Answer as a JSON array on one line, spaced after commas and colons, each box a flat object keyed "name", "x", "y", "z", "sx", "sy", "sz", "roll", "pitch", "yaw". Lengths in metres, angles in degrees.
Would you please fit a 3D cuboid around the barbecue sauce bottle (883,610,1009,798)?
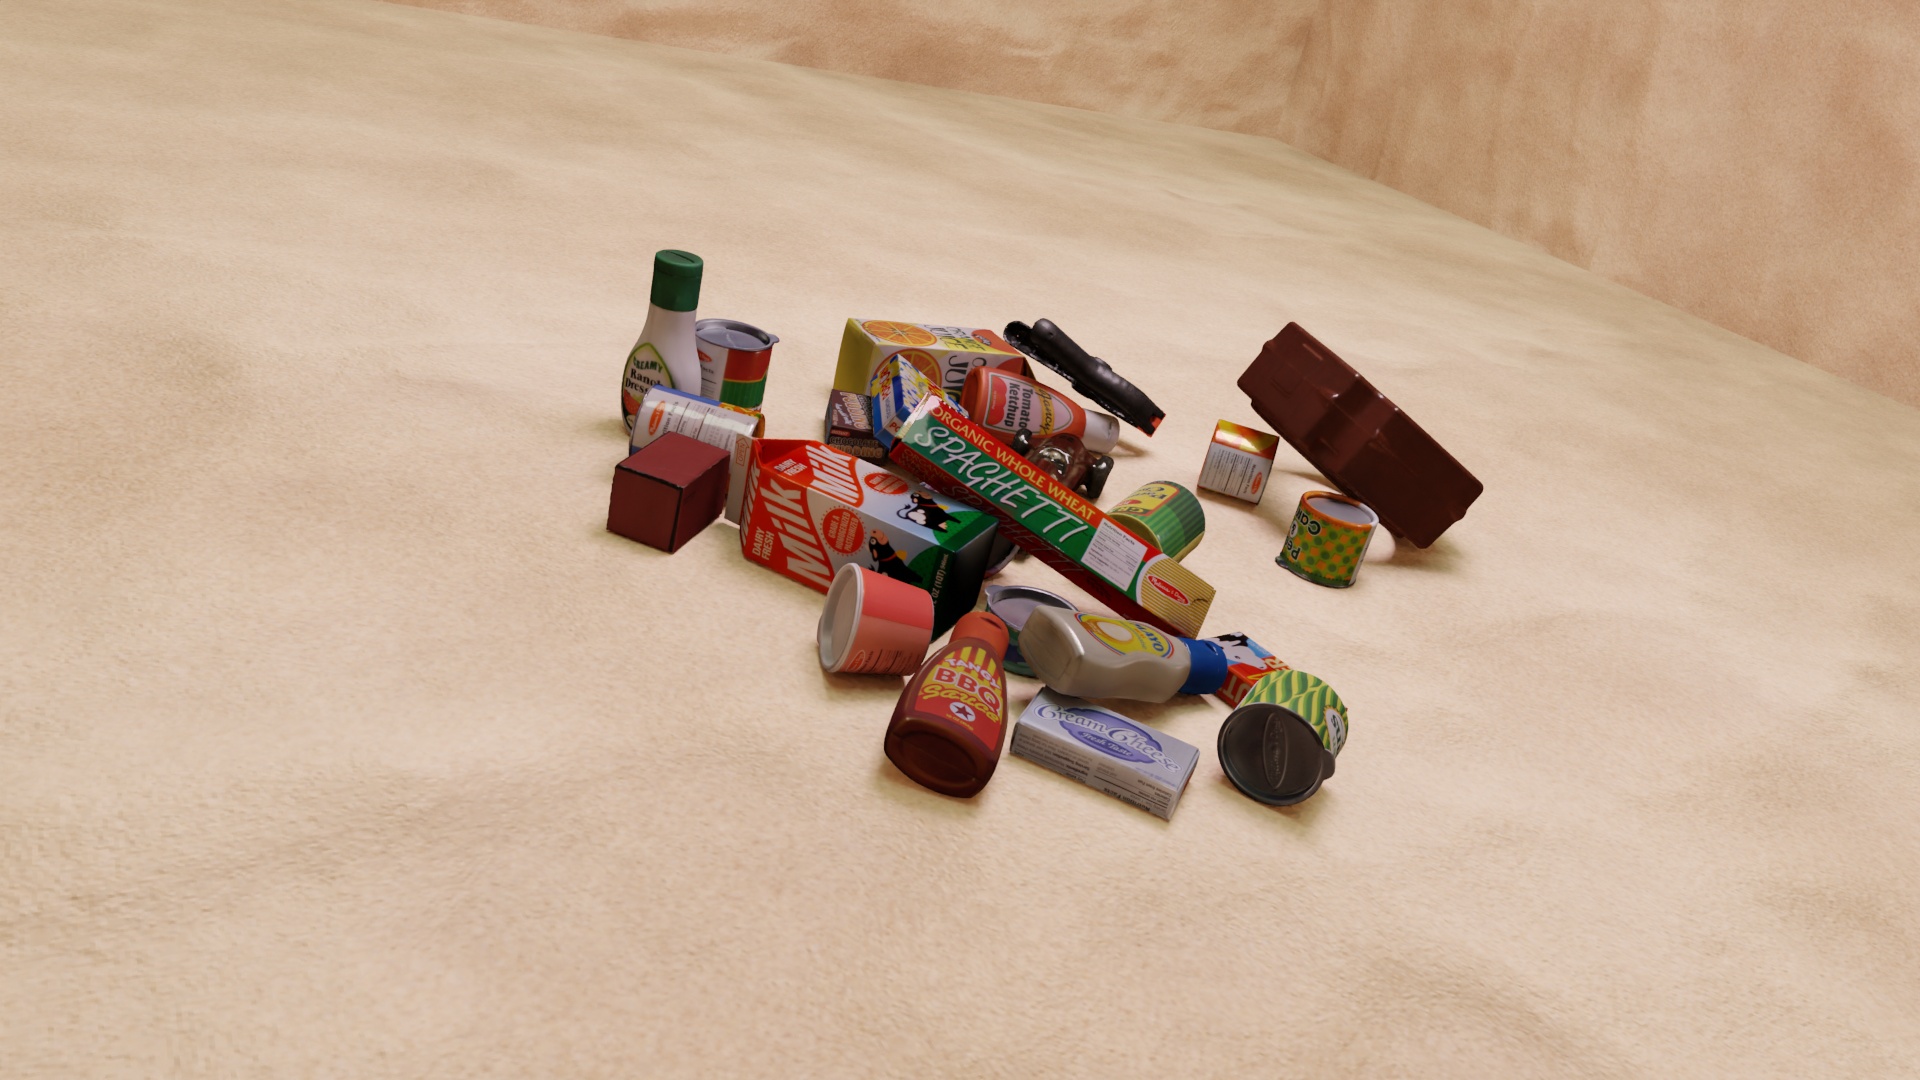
[{"name": "barbecue sauce bottle", "x": 0.000, "y": 0.090, "z": 0.821, "sx": 0.065, "sy": 0.043, "sz": 0.149, "roll": 29, "pitch": 25, "yaw": -2}]

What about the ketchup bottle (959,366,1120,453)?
[{"name": "ketchup bottle", "x": 0.073, "y": -0.111, "z": 1.256, "sx": 0.149, "sy": 0.065, "sz": 0.043, "roll": 12, "pitch": -9, "yaw": -26}]

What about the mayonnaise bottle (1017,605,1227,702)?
[{"name": "mayonnaise bottle", "x": 0.109, "y": 0.075, "z": 0.884, "sx": 0.148, "sy": 0.041, "sz": 0.065, "roll": 10, "pitch": 26, "yaw": -39}]

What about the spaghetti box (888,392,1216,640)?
[{"name": "spaghetti box", "x": 0.064, "y": -0.012, "z": 0.966, "sx": 0.250, "sy": 0.028, "sz": 0.050, "roll": 34, "pitch": 58, "yaw": -5}]

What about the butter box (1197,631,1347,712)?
[{"name": "butter box", "x": 0.204, "y": 0.099, "z": 0.934, "sx": 0.053, "sy": 0.024, "sz": 0.104, "roll": -7, "pitch": 33, "yaw": -39}]

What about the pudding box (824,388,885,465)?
[{"name": "pudding box", "x": -0.088, "y": -0.096, "z": 1.171, "sx": 0.050, "sy": 0.030, "sz": 0.084, "roll": 11, "pitch": 26, "yaw": -10}]

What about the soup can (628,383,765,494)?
[{"name": "soup can", "x": -0.194, "y": -0.073, "z": 1.031, "sx": 0.084, "sy": 0.071, "sz": 0.072, "roll": 16, "pitch": 25, "yaw": 1}]

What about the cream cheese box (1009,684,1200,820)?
[{"name": "cream cheese box", "x": 0.085, "y": 0.124, "z": 0.821, "sx": 0.104, "sy": 0.024, "sz": 0.053, "roll": 22, "pitch": 25, "yaw": 15}]

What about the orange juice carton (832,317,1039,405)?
[{"name": "orange juice carton", "x": -0.012, "y": -0.153, "z": 1.278, "sx": 0.193, "sy": 0.072, "sz": 0.072, "roll": 1, "pitch": 26, "yaw": -28}]

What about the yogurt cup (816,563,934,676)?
[{"name": "yogurt cup", "x": -0.051, "y": 0.052, "z": 0.853, "sx": 0.054, "sy": 0.072, "sz": 0.073, "roll": 14, "pitch": 24, "yaw": -21}]

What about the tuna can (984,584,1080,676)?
[{"name": "tuna can", "x": 0.044, "y": 0.059, "z": 0.922, "sx": 0.071, "sy": 0.032, "sz": 0.071, "roll": 12, "pitch": 25, "yaw": -6}]

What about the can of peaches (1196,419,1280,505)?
[{"name": "can of peaches", "x": 0.252, "y": -0.072, "z": 1.260, "sx": 0.058, "sy": 0.071, "sz": 0.071, "roll": 17, "pitch": 25, "yaw": 8}]

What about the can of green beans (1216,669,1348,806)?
[{"name": "can of green beans", "x": 0.196, "y": 0.119, "z": 0.842, "sx": 0.071, "sy": 0.071, "sz": 0.058, "roll": 25, "pitch": 27, "yaw": 21}]

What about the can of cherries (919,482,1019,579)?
[{"name": "can of cherries", "x": 0.004, "y": -0.013, "z": 1.007, "sx": 0.072, "sy": 0.071, "sz": 0.058, "roll": -9, "pitch": 35, "yaw": -41}]

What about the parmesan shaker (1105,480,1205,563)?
[{"name": "parmesan shaker", "x": 0.138, "y": -0.002, "z": 1.061, "sx": 0.071, "sy": 0.071, "sz": 0.103, "roll": 24, "pitch": 26, "yaw": 19}]

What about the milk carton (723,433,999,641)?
[{"name": "milk carton", "x": -0.079, "y": -0.010, "z": 0.952, "sx": 0.191, "sy": 0.072, "sz": 0.074, "roll": 23, "pitch": 27, "yaw": 18}]

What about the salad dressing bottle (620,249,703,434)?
[{"name": "salad dressing bottle", "x": -0.226, "y": -0.148, "z": 1.069, "sx": 0.064, "sy": 0.147, "sz": 0.044, "roll": 25, "pitch": 27, "yaw": 23}]

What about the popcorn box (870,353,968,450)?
[{"name": "popcorn box", "x": -0.031, "y": -0.096, "z": 1.153, "sx": 0.085, "sy": 0.038, "sz": 0.127, "roll": 38, "pitch": 18, "yaw": -21}]

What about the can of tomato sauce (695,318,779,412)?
[{"name": "can of tomato sauce", "x": -0.189, "y": -0.129, "z": 1.124, "sx": 0.071, "sy": 0.082, "sz": 0.071, "roll": 12, "pitch": 25, "yaw": -6}]

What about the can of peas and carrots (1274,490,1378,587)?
[{"name": "can of peas and carrots", "x": 0.304, "y": -0.003, "z": 1.154, "sx": 0.071, "sy": 0.058, "sz": 0.071, "roll": 12, "pitch": 25, "yaw": -6}]
